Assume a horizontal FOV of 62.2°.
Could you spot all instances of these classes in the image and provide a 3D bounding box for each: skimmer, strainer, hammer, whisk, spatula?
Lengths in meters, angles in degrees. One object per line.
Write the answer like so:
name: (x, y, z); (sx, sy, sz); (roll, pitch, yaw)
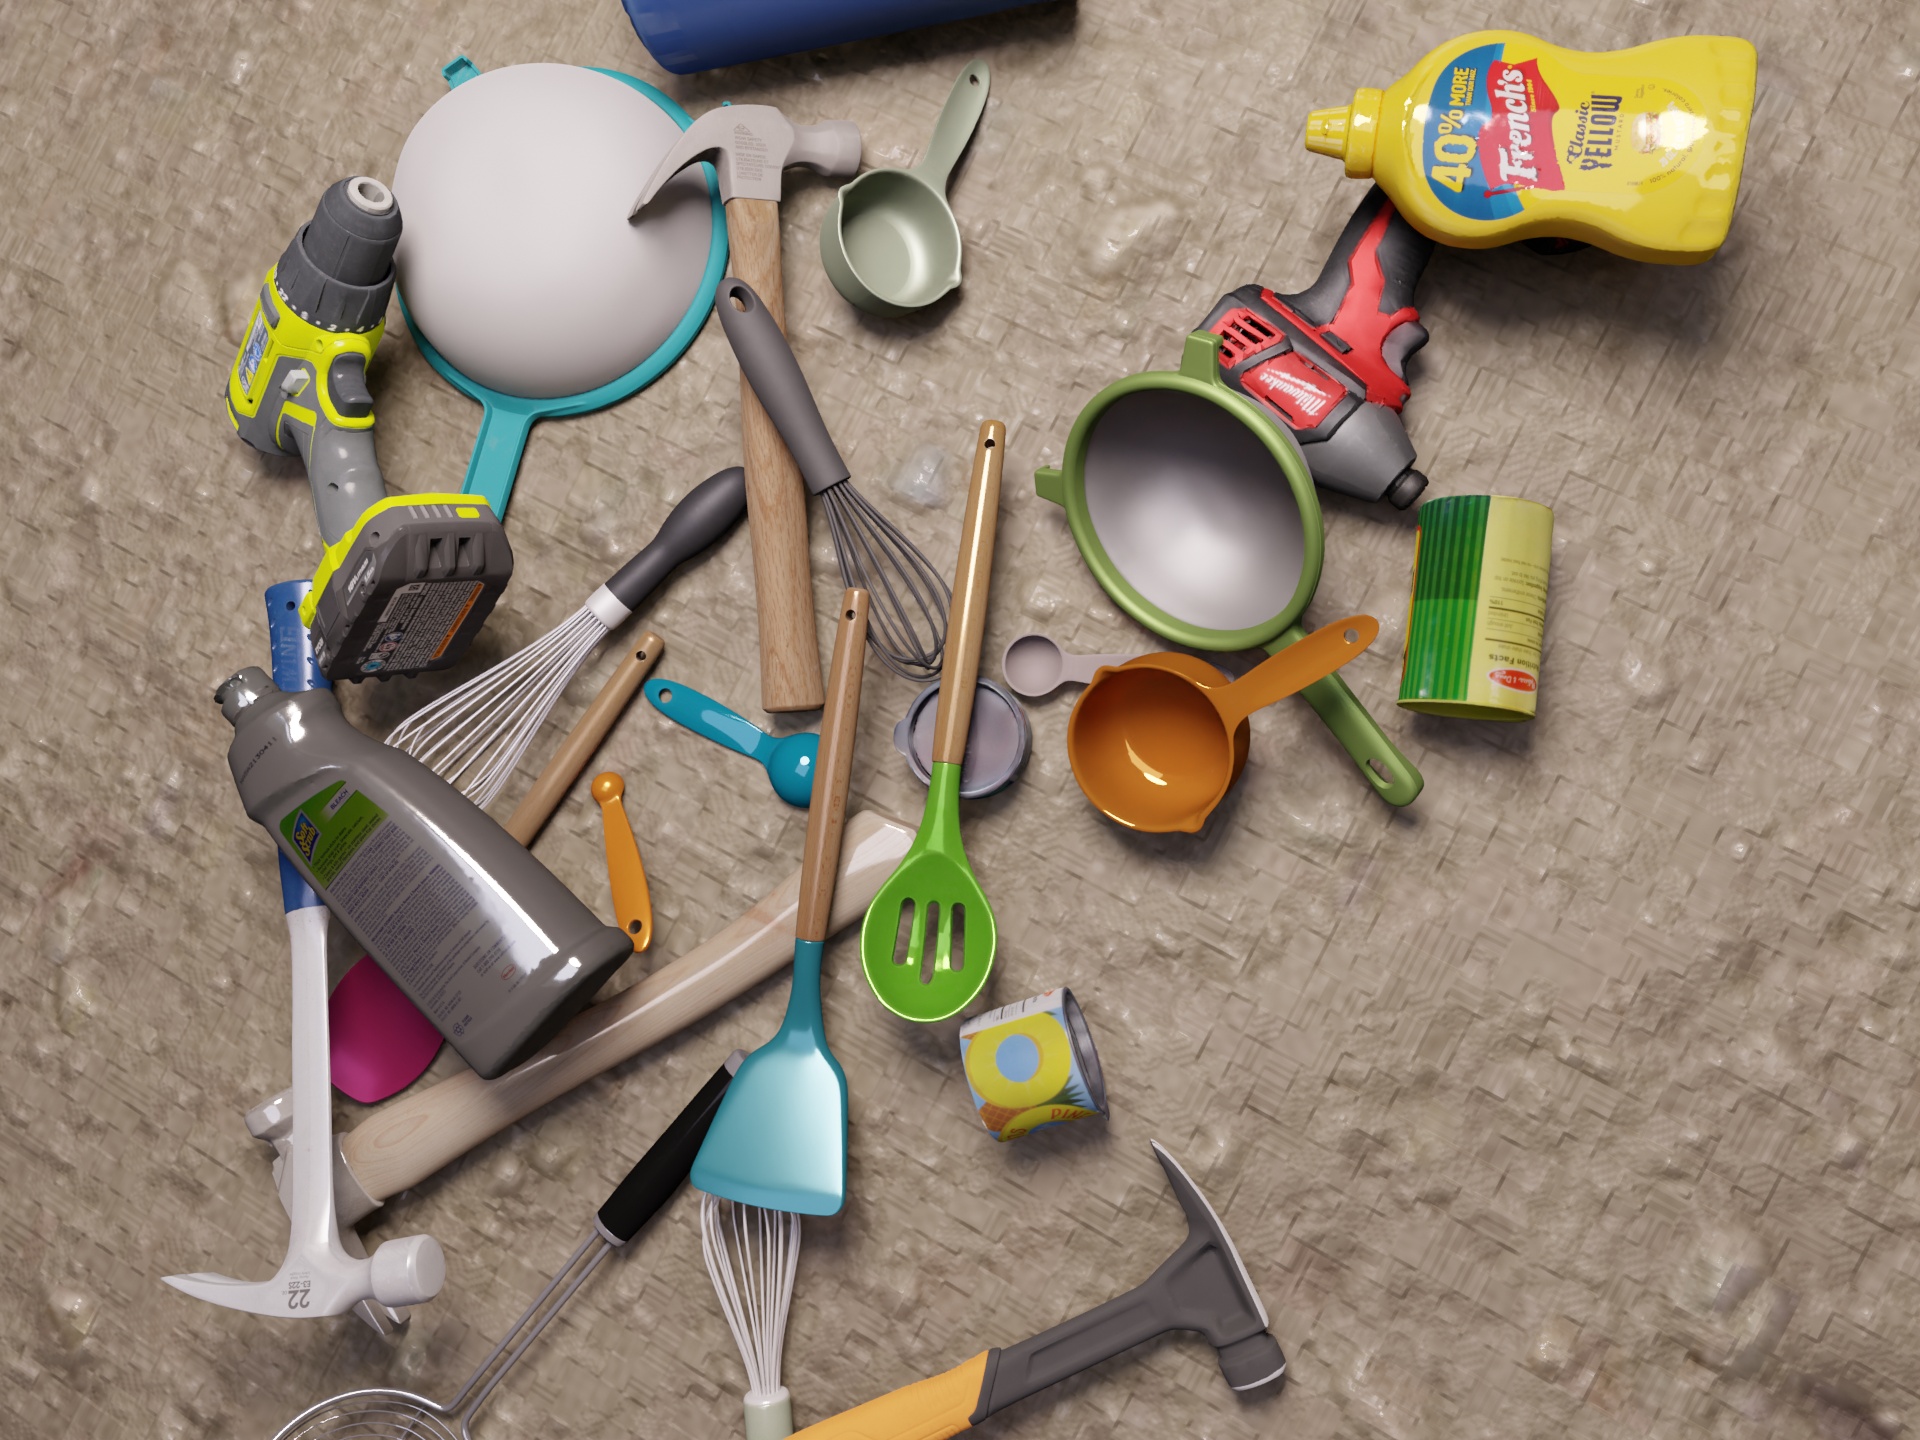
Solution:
skimmer: (-0.234, 0.321, 0.840); (0.127, 0.090, 0.363); (40, 92, 12)
strainer: (0.162, -0.073, 0.806); (0.256, 0.151, 0.069); (52, 53, -2)
hammer: (-0.107, -0.169, 0.871); (0.130, 0.031, 0.331); (-4, 90, -26)
hammer: (-0.188, 0.180, 0.871); (0.410, 0.038, 0.146); (-30, 87, 5)
whisk: (-0.066, -0.128, 0.846); (0.055, 0.055, 0.239); (-28, 96, 7)
hammer: (-0.013, 0.339, 0.803); (0.337, 0.034, 0.127); (-26, 81, -1)
whisk: (-0.221, -0.042, 0.893); (0.284, 0.070, 0.070); (-44, 79, -1)
strainer: (-0.260, -0.224, 0.893); (0.211, 0.095, 0.340); (14, 87, 12)
whisk: (-0.104, 0.349, 0.842); (0.059, 0.057, 0.246); (-9, 86, 45)
hammer: (-0.365, 0.116, 0.876); (0.144, 0.035, 0.406); (-11, 72, 9)
spatula: (-0.075, 0.089, 0.819); (0.082, 0.044, 0.317); (8, 92, 12)

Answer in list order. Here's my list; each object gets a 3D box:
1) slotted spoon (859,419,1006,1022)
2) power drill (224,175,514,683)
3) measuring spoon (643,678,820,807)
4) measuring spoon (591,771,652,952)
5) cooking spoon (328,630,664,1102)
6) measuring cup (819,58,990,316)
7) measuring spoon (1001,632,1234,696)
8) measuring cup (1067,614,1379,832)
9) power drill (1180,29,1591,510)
slotted spoon: (-0.001, -0.003, 0.824); (0.070, 0.031, 0.314); (7, 84, 5)
power drill: (-0.322, -0.155, 0.856); (0.190, 0.080, 0.229); (-42, 66, 42)
measuring spoon: (-0.125, 0.008, 0.883); (0.129, 0.021, 0.042); (27, 91, 12)
measuring spoon: (-0.187, 0.075, 0.872); (0.021, 0.011, 0.117); (-24, 57, 6)
cooking spoon: (-0.263, 0.082, 0.905); (0.069, 0.017, 0.319); (36, 93, 1)
measuring cup: (-0.024, -0.297, 0.883); (0.083, 0.038, 0.168); (32, 69, -25)
measuring spoon: (0.084, -0.026, 0.853); (0.124, 0.018, 0.034); (5, 94, 5)
measuring cup: (0.136, -0.011, 0.795); (0.173, 0.052, 0.095); (-31, 89, 27)
power drill: (0.233, -0.219, 0.810); (0.143, 0.078, 0.219); (43, 97, 11)
